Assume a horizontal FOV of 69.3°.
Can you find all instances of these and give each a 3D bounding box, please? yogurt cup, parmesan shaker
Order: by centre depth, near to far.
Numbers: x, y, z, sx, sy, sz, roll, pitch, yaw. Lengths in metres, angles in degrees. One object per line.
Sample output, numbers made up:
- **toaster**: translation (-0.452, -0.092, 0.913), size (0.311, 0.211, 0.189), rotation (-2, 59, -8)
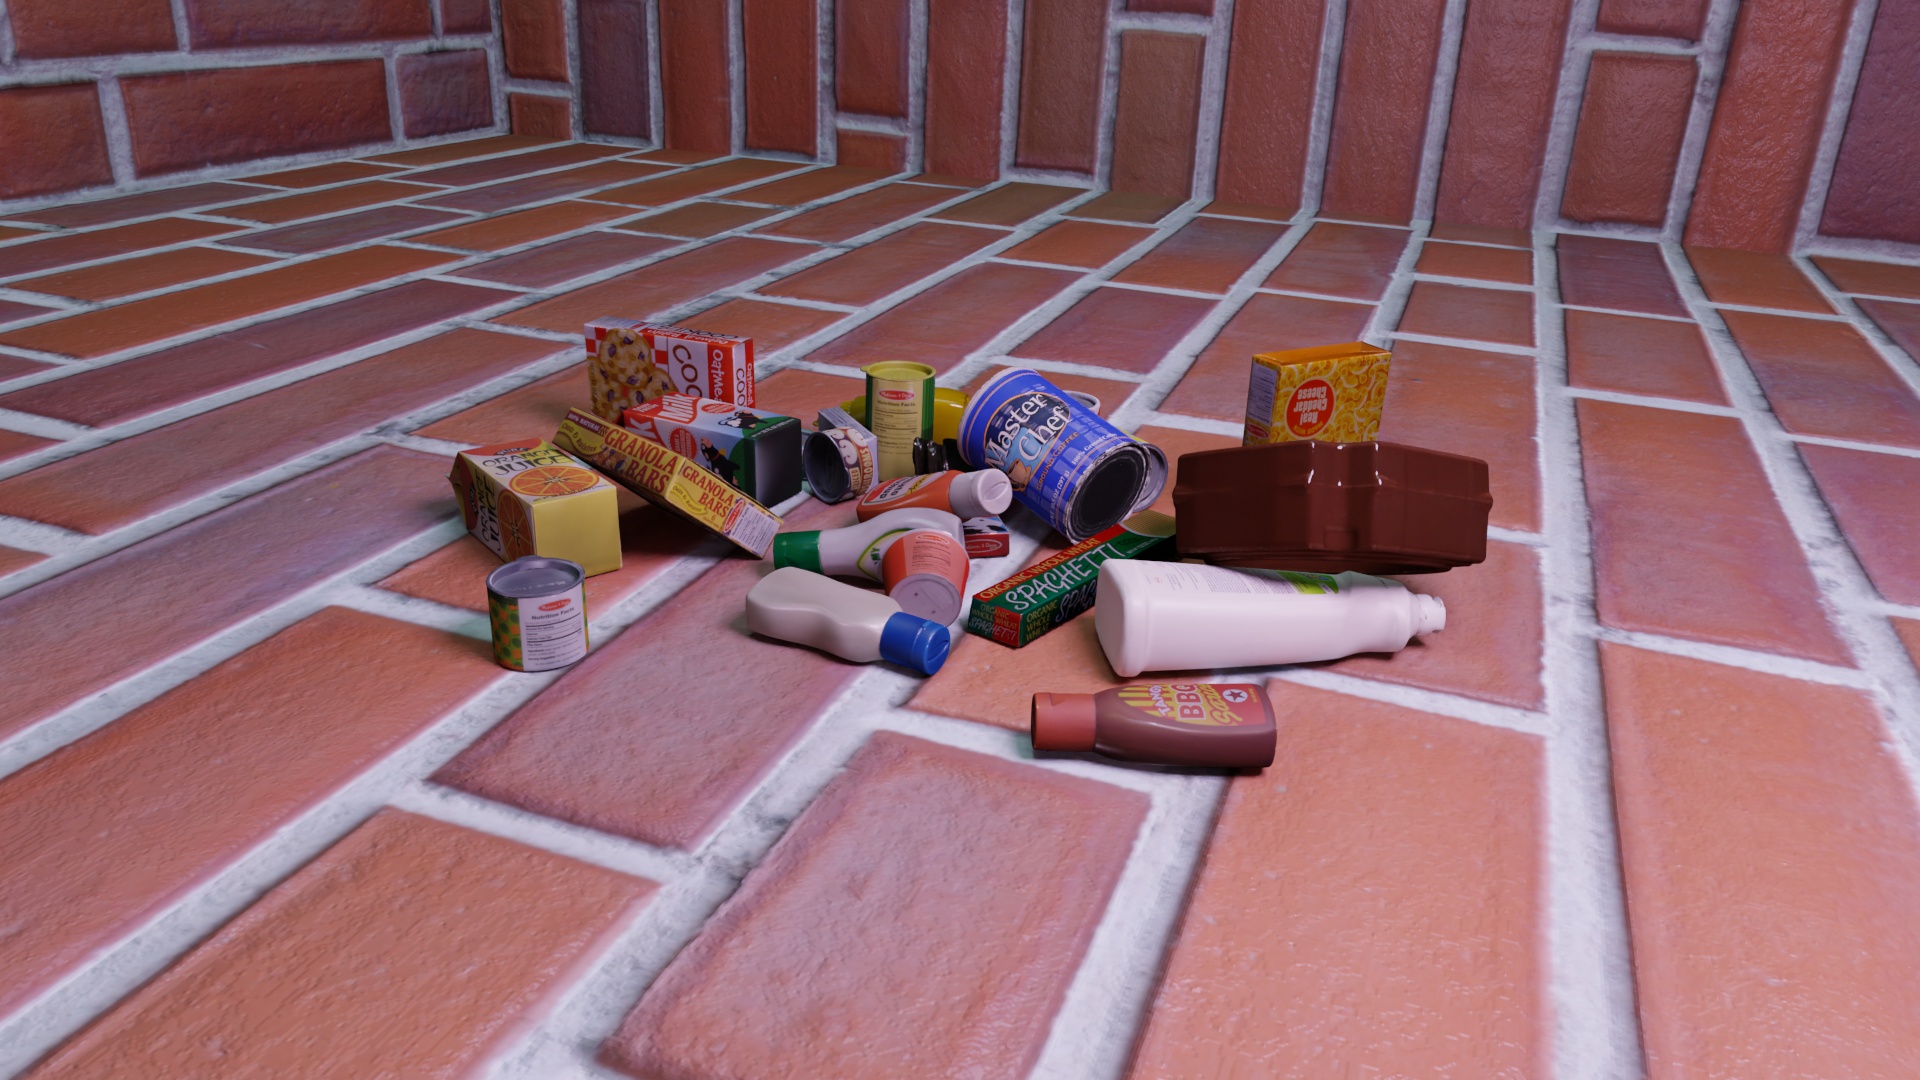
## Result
- **yogurt cup**: translation (-0.026, 0.033, 1.033), size (0.072, 0.072, 0.054), rotation (1, 31, -2)
- **parmesan shaker**: translation (-0.061, -0.113, 1.319), size (0.071, 0.102, 0.071), rotation (2, 23, -1)

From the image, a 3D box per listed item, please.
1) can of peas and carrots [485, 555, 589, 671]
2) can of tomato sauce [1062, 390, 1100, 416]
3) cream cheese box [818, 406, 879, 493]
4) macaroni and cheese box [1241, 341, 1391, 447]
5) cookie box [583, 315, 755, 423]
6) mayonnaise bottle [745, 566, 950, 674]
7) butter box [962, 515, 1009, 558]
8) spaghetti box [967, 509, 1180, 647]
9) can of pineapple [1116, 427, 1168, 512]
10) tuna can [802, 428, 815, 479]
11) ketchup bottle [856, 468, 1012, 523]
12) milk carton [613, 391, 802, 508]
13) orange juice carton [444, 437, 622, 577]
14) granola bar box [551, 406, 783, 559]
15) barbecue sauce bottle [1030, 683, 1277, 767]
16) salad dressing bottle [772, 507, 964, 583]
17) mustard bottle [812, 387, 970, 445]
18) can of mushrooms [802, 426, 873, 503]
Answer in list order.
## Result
- **can of peas and carrots**: translation (-0.295, 0.050, 0.970), size (0.071, 0.058, 0.071), rotation (2, 22, -1)
- **can of tomato sauce**: translation (0.098, -0.094, 1.314), size (0.071, 0.082, 0.071), rotation (2, 23, -1)
- **cream cheese box**: translation (-0.106, -0.087, 1.317), size (0.024, 0.053, 0.104), rotation (-10, 26, -24)
- **macaroni and cheese box**: translation (0.302, -0.082, 1.199), size (0.124, 0.165, 0.040), rotation (-10, 26, -26)
- **cookie box**: translation (-0.280, -0.145, 1.348), size (0.167, 0.122, 0.040), rotation (11, 25, 19)
- **mayonnaise bottle**: translation (-0.079, 0.059, 0.994), size (0.148, 0.041, 0.065), rotation (16, 29, 26)
- **butter box**: translation (0.004, -0.015, 1.195), size (0.053, 0.024, 0.104), rotation (-3, 24, -13)
- **spaghetti box**: translation (0.102, 0.026, 1.103), size (0.050, 0.028, 0.251), rotation (18, 28, 35)
- **can of pineapple**: translation (0.146, -0.067, 1.274), size (0.071, 0.070, 0.058), rotation (-10, 25, -28)
- **tuna can**: translation (-0.164, -0.083, 1.327), size (0.071, 0.032, 0.071), rotation (2, 23, -1)
- **ketchup bottle**: translation (-0.019, -0.032, 1.141), size (0.148, 0.043, 0.065), rotation (-6, 24, 49)
- **milk carton**: translation (-0.244, -0.086, 1.276), size (0.190, 0.073, 0.073), rotation (14, 26, 27)
- **orange juice carton**: translation (-0.354, -0.032, 1.140), size (0.072, 0.072, 0.193), rotation (-16, 28, -36)
- **granola bar box**: translation (-0.242, -0.049, 1.147), size (0.166, 0.039, 0.124), rotation (23, -9, 39)
- **barbecue sauce bottle**: translation (0.120, 0.115, 0.875), size (0.149, 0.043, 0.065), rotation (1, 24, -2)
- **salad dressing bottle**: translation (-0.072, 0.008, 1.095), size (0.148, 0.064, 0.044), rotation (-4, 32, 7)
- **mustard bottle**: translation (-0.070, -0.121, 1.390), size (0.160, 0.065, 0.049), rotation (2, 27, 9)
- **can of mushrooms**: translation (-0.110, -0.068, 1.256), size (0.033, 0.070, 0.071), rotation (-15, 29, -39)
